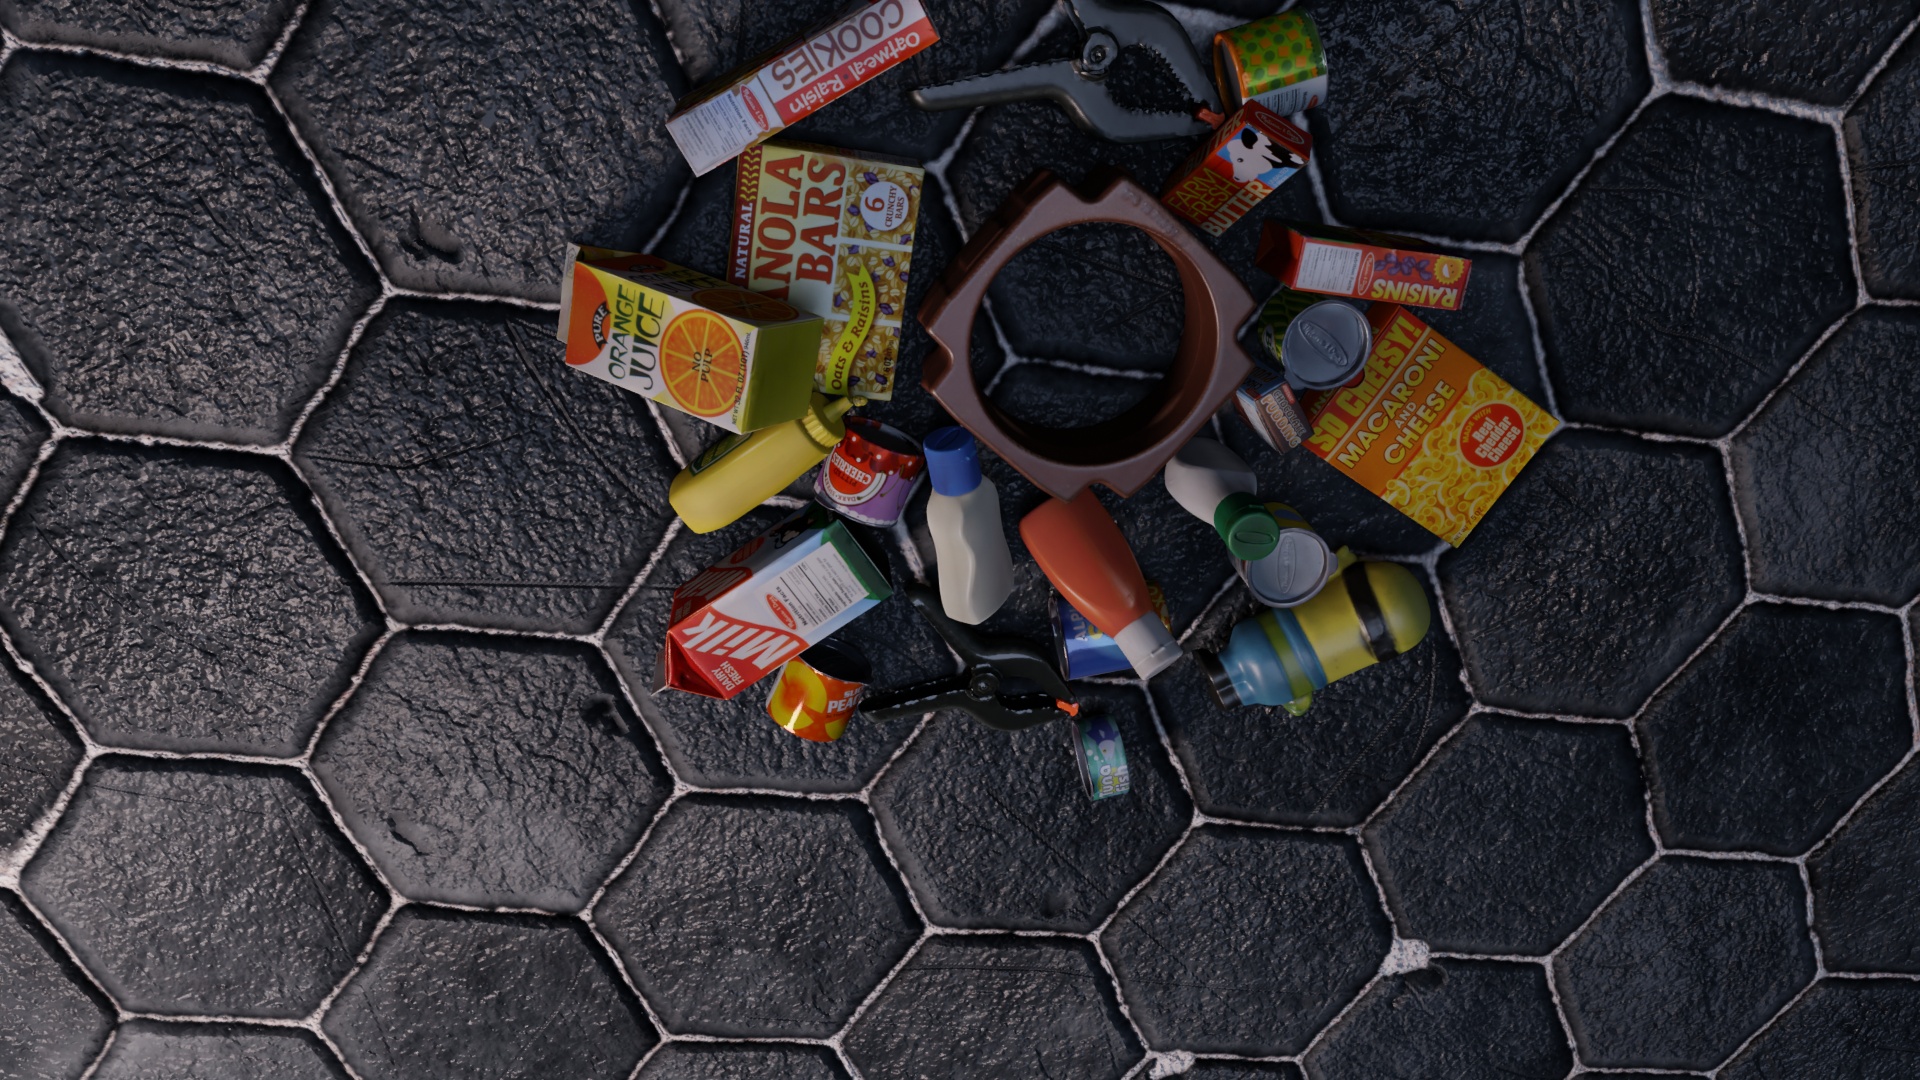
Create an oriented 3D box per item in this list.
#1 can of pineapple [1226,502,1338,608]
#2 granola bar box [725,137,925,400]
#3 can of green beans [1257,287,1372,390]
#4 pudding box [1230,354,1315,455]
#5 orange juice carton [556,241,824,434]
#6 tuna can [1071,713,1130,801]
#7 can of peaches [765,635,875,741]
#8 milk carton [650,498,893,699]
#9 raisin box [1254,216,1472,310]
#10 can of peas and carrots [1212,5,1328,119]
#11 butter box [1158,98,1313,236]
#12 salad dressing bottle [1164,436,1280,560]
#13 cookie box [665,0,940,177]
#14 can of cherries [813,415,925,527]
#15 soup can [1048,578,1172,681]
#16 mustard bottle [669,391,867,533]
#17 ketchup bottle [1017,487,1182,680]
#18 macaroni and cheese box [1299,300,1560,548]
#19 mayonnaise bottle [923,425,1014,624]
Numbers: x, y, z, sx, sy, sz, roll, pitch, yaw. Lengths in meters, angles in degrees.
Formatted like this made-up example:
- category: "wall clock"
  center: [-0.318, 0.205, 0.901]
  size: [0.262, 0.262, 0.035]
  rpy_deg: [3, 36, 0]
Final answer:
- category: "can of pineapple"
  center: [0.245, 0.011, 1.067]
  size: [0.071, 0.058, 0.070]
  rpy_deg: [-3, 113, -6]
- category: "granola bar box"
  center: [-0.098, -0.185, 0.955]
  size: [0.124, 0.039, 0.164]
  rpy_deg: [6, 111, -9]
- category: "can of green beans"
  center: [0.255, -0.148, 1.003]
  size: [0.071, 0.058, 0.071]
  rpy_deg: [-3, 113, -6]
- category: "pudding box"
  center: [0.220, -0.100, 1.005]
  size: [0.030, 0.084, 0.049]
  rpy_deg: [-32, 112, 4]
- category: "orange juice carton"
  center: [-0.193, -0.138, 0.919]
  size: [0.193, 0.073, 0.071]
  rpy_deg: [22, 113, 23]
- category: "tuna can"
  center: [0.113, 0.174, 1.111]
  size: [0.033, 0.071, 0.070]
  rpy_deg: [-12, 113, -3]
- category: "can of peaches"
  center: [-0.106, 0.113, 1.060]
  size: [0.071, 0.071, 0.058]
  rpy_deg: [21, 109, -15]
- category: "milk carton"
  center: [-0.149, 0.049, 1.027]
  size: [0.190, 0.072, 0.073]
  rpy_deg: [-33, 112, 6]
- category: "raisin box"
  center: [0.280, -0.194, 0.973]
  size: [0.123, 0.086, 0.040]
  rpy_deg: [5, 110, -9]
- category: "can of peas and carrots"
  center: [0.205, -0.316, 0.926]
  size: [0.059, 0.071, 0.070]
  rpy_deg: [-17, 113, 1]
- category: "butter box"
  center: [0.184, -0.249, 0.938]
  size: [0.053, 0.024, 0.103]
  rpy_deg: [26, 152, -17]
- category: "salad dressing bottle"
  center: [0.188, -0.031, 0.994]
  size: [0.064, 0.148, 0.043]
  rpy_deg: [6, 112, -9]
- category: "cookie box"
  center: [-0.099, -0.293, 0.864]
  size: [0.167, 0.123, 0.040]
  rpy_deg: [-28, 114, 5]
- category: "can of cherries"
  center: [-0.066, -0.050, 0.997]
  size: [0.071, 0.072, 0.058]
  rpy_deg: [21, 108, -15]
- category: "soup can"
  center: [0.115, 0.066, 1.069]
  size: [0.084, 0.071, 0.071]
  rpy_deg: [-11, 113, -3]
- category: "mustard bottle"
  center: [-0.131, -0.064, 0.974]
  size: [0.160, 0.065, 0.048]
  rpy_deg: [-31, 113, 19]
- category: "ketchup bottle"
  center: [0.107, 0.032, 1.024]
  size: [0.065, 0.043, 0.149]
  rpy_deg: [-32, 75, -6]
- category: "macaroni and cheese box"
  center: [0.348, -0.088, 1.049]
  size: [0.166, 0.040, 0.123]
  rpy_deg: [30, 105, -18]
- category: "mayonnaise bottle"
  center: [0.004, -0.013, 1.013]
  size: [0.041, 0.065, 0.147]
  rpy_deg: [13, 132, 32]
